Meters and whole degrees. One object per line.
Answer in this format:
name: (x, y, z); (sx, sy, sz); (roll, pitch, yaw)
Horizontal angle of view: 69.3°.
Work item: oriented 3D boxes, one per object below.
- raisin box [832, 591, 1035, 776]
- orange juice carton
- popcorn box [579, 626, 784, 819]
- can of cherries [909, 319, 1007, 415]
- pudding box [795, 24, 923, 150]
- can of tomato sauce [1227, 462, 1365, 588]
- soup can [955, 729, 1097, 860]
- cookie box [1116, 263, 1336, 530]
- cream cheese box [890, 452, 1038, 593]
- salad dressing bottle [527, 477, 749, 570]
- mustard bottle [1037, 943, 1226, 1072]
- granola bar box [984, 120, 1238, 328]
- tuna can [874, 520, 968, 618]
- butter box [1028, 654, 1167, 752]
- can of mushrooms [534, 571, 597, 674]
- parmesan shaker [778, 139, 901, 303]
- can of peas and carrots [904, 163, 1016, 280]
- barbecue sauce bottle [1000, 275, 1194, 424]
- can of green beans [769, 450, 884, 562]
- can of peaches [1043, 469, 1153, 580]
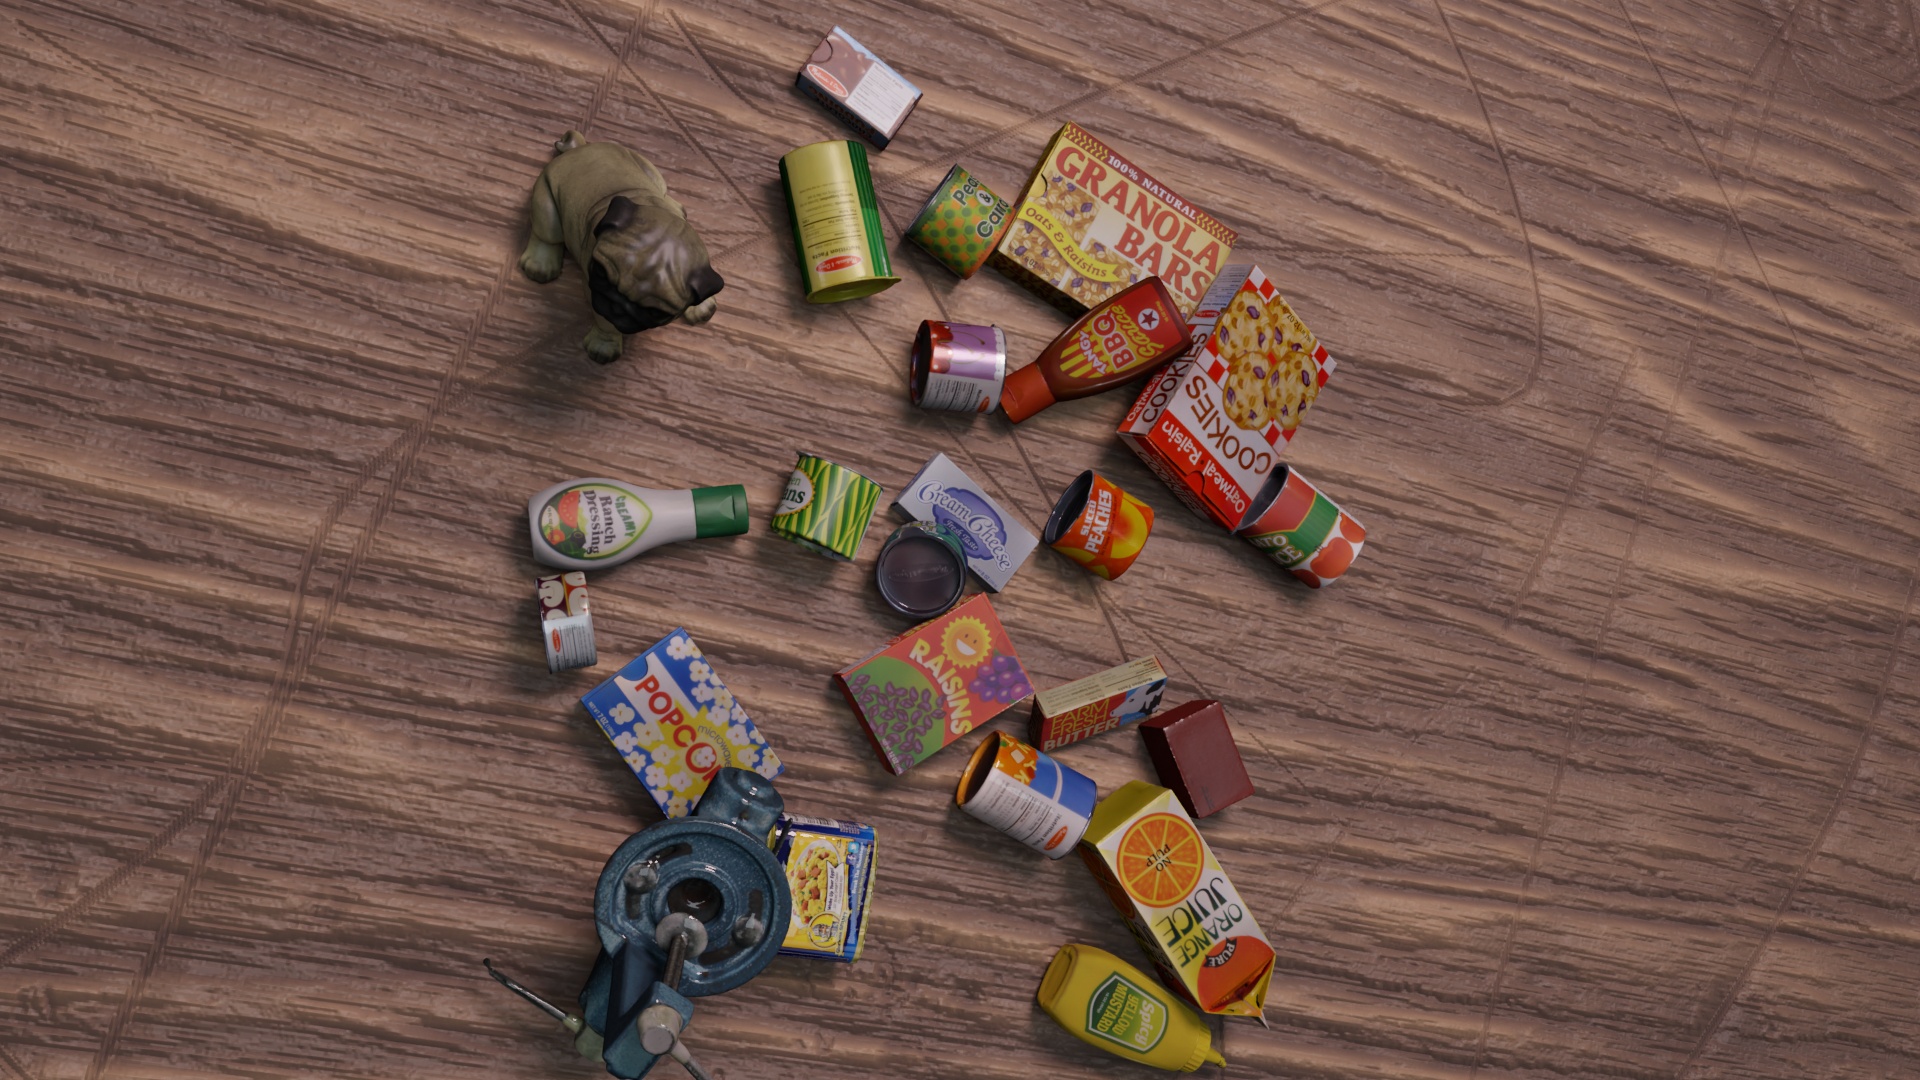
raisin box: (-0.019, 0.104, 1.023); (0.124, 0.040, 0.086); (-29, 93, -17)
orange juice carton: (0.167, 0.281, 1.046); (0.073, 0.071, 0.192); (-34, 95, -15)
popcorn box: (-0.194, 0.135, 0.971); (0.085, 0.038, 0.126); (-37, 96, -14)
can of cherries: (-0.003, -0.131, 1.032); (0.058, 0.071, 0.071); (4, 85, -15)
pudding box: (-0.076, -0.340, 1.044); (0.083, 0.030, 0.050); (35, 79, -11)
can of tomato sauce: (0.266, -0.010, 1.099); (0.083, 0.071, 0.071); (36, 78, -11)
soup can: (0.048, 0.186, 1.024); (0.084, 0.071, 0.071); (30, 79, -11)
cookie box: (0.210, -0.111, 1.084); (0.122, 0.040, 0.168); (41, 75, -31)
cream cheese box: (0.004, -0.013, 1.046); (0.104, 0.024, 0.053); (41, 75, -10)
salad dressing bottle: (-0.224, -0.015, 0.970); (0.148, 0.044, 0.064); (-7, 86, -17)
mustard bottle: (0.138, 0.360, 1.044); (0.160, 0.049, 0.065); (29, 81, -12)
granola bar box: (0.120, -0.229, 1.087); (0.165, 0.039, 0.124); (30, 78, -12)
tuna can: (-0.028, 0.018, 1.015); (0.071, 0.033, 0.070); (1, 109, 4)
butter box: (0.103, 0.123, 1.049); (0.104, 0.052, 0.024); (-17, 53, -16)
can of mushrooms: (-0.268, 0.054, 0.943); (0.033, 0.071, 0.071); (-10, 89, -16)
parmesan shaker: (-0.088, -0.232, 1.013); (0.071, 0.071, 0.103); (-11, 89, -16)
can of peas and carrots: (0.001, -0.239, 1.038); (0.058, 0.071, 0.071); (35, 78, -12)
barbecue sauce bottle: (0.097, -0.138, 1.046); (0.148, 0.044, 0.065); (-28, 85, 9)
can of green beans: (-0.096, -0.023, 0.996); (0.071, 0.071, 0.058); (25, 81, -13)
can of peaches: (0.105, -0.011, 1.051); (0.058, 0.071, 0.071); (31, 79, -13)
